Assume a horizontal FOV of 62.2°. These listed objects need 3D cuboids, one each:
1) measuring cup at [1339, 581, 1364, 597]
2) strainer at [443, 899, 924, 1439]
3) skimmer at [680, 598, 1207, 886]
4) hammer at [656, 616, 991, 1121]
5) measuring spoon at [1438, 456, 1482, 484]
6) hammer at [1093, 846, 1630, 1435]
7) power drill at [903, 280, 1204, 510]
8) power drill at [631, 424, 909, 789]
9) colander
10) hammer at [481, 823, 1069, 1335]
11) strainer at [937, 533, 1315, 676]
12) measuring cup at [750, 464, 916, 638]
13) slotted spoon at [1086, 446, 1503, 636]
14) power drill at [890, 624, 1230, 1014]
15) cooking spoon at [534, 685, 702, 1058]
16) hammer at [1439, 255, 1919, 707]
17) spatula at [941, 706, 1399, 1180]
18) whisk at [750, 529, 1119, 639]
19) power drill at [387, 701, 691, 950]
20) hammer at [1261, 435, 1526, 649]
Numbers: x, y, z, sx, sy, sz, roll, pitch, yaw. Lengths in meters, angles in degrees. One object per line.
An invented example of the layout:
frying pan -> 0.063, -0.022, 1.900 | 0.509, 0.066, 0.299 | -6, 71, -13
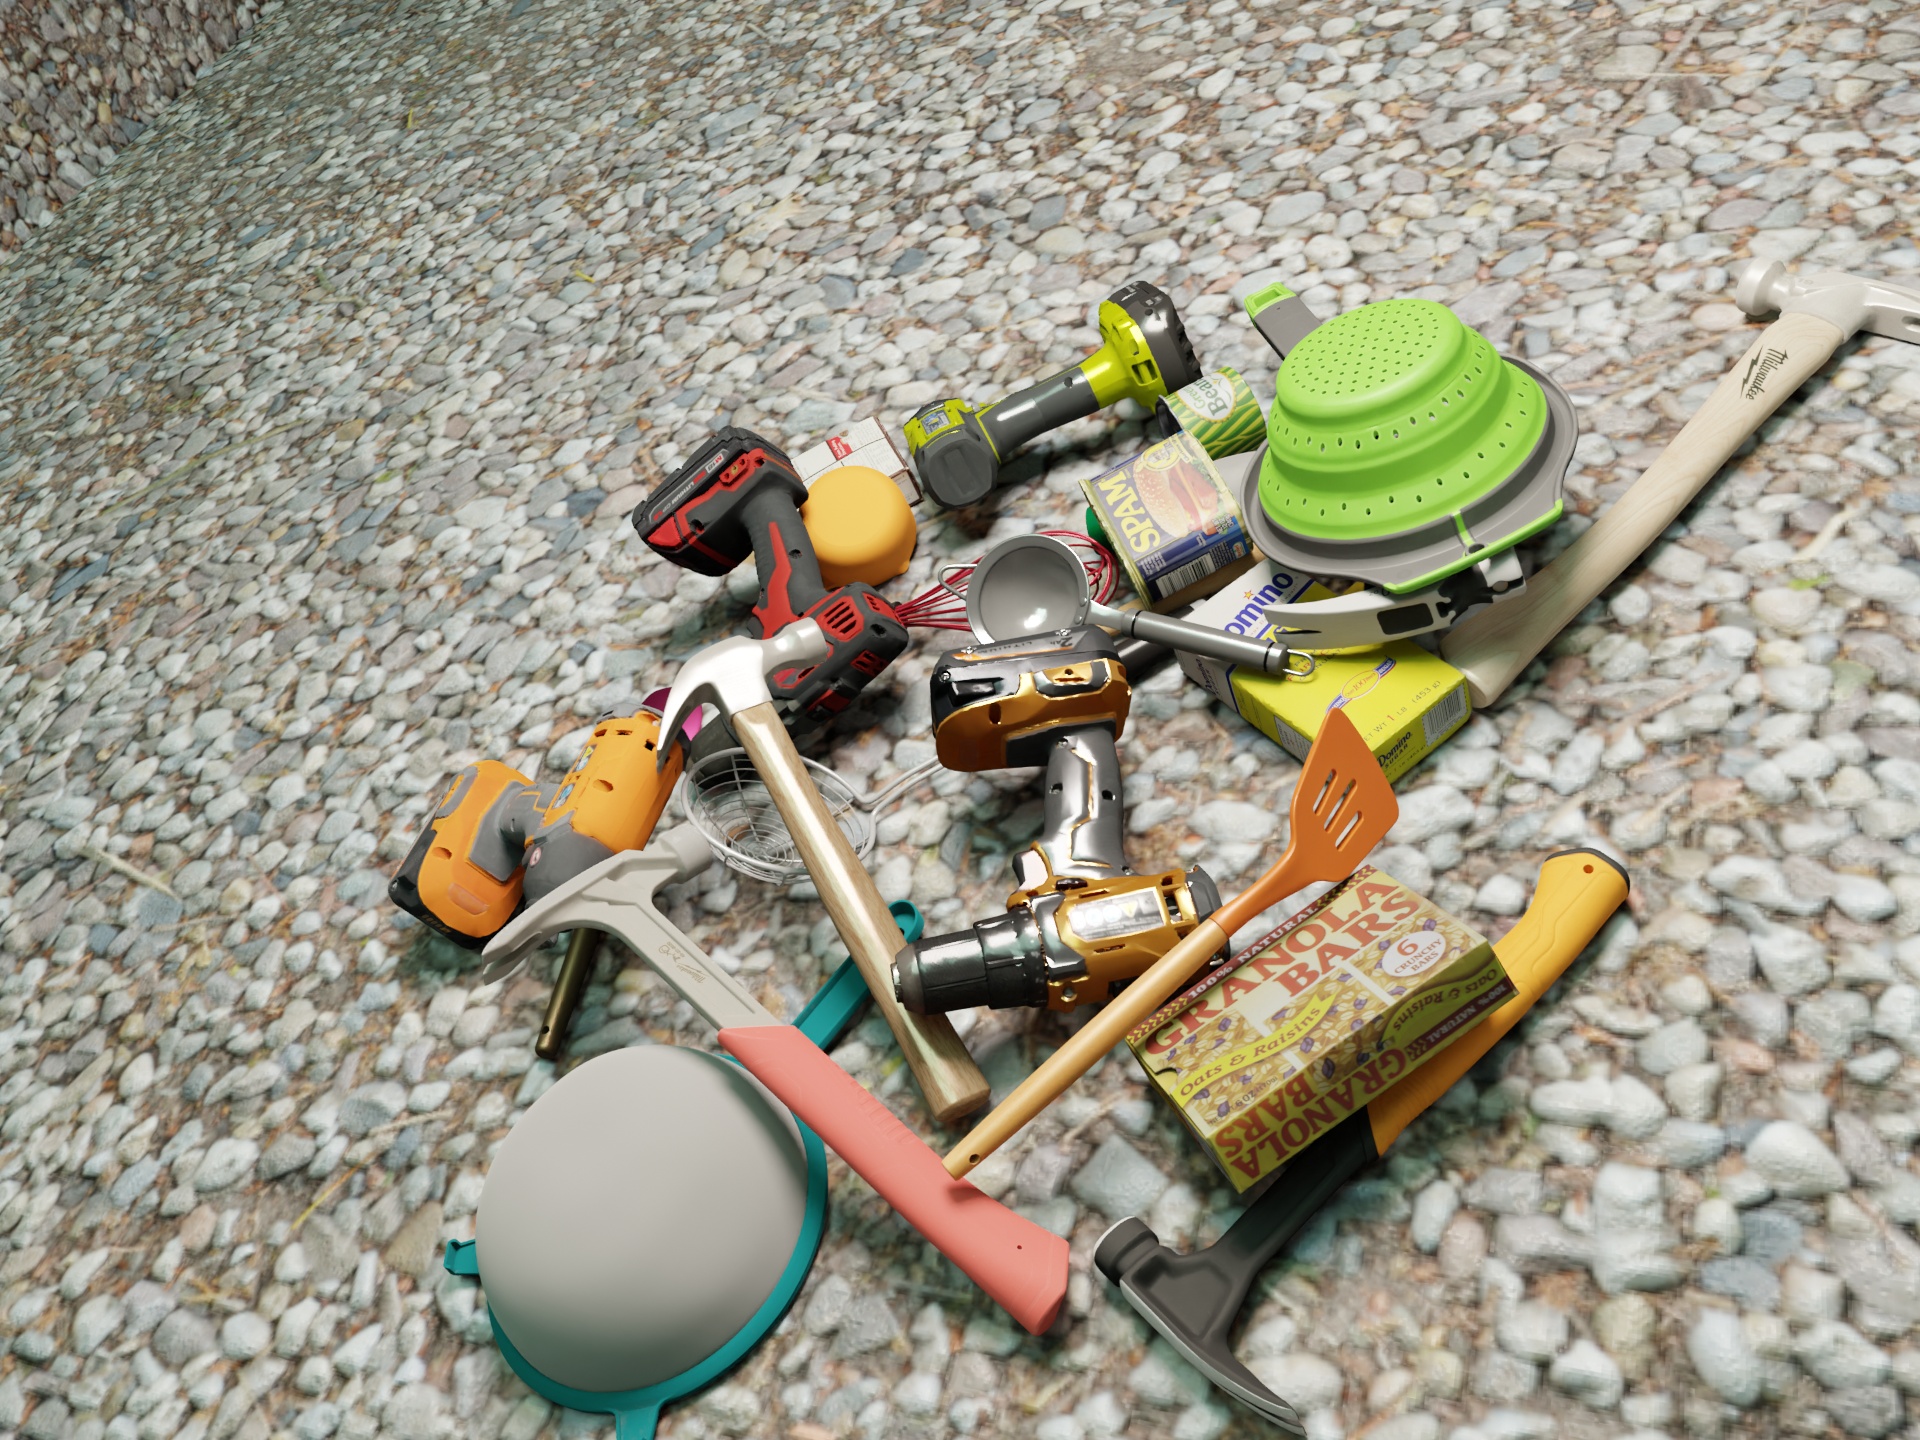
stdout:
measuring cup -> 0.309, -0.108, 1.031 | 0.156, 0.029, 0.062 | -36, 16, 9
strainer -> -0.146, 0.213, 0.895 | 0.211, 0.095, 0.340 | 25, 65, 39
skimmer -> -0.002, -0.003, 1.031 | 0.363, 0.090, 0.127 | -29, 44, -2
hammer -> -0.078, 0.086, 0.940 | 0.130, 0.031, 0.332 | -21, 64, -21
measuring spoon -> 0.308, -0.149, 1.079 | 0.124, 0.018, 0.034 | -44, 55, -8
hammer -> 0.224, 0.187, 0.788 | 0.337, 0.034, 0.127 | -42, 45, -15
power drill -> 0.063, -0.252, 1.231 | 0.223, 0.080, 0.171 | -26, 24, 4
power drill -> -0.154, -0.078, 1.141 | 0.188, 0.080, 0.227 | -40, 59, 15
colander -> 0.243, -0.232, 1.020 | 0.204, 0.094, 0.398 | -26, 35, 8
hammer -> -0.090, 0.195, 0.845 | 0.359, 0.036, 0.149 | 37, 50, 25
strainer -> 0.103, -0.062, 1.011 | 0.258, 0.050, 0.087 | 17, 89, 30
measuring cup -> -0.108, -0.119, 1.202 | 0.095, 0.052, 0.173 | 39, 80, 17
slotted spoon -> 0.219, -0.121, 1.071 | 0.314, 0.031, 0.070 | -25, 38, 9
power drill -> 0.037, 0.063, 0.919 | 0.185, 0.084, 0.226 | -11, 56, -6
cooking spoon -> -0.241, 0.092, 1.108 | 0.069, 0.017, 0.319 | -8, 46, 20
hammer -> 0.452, -0.147, 0.991 | 0.410, 0.038, 0.146 | -43, 47, -15
spatula -> 0.113, 0.123, 0.831 | 0.322, 0.081, 0.041 | -40, 21, -10
whisk -> -0.026, -0.079, 1.138 | 0.296, 0.073, 0.073 | -12, 45, 23
power drill -> -0.280, 0.085, 1.034 | 0.226, 0.084, 0.164 | -17, 41, 44
hammer -> 0.263, -0.166, 1.038 | 0.146, 0.035, 0.335 | -18, 37, 20
